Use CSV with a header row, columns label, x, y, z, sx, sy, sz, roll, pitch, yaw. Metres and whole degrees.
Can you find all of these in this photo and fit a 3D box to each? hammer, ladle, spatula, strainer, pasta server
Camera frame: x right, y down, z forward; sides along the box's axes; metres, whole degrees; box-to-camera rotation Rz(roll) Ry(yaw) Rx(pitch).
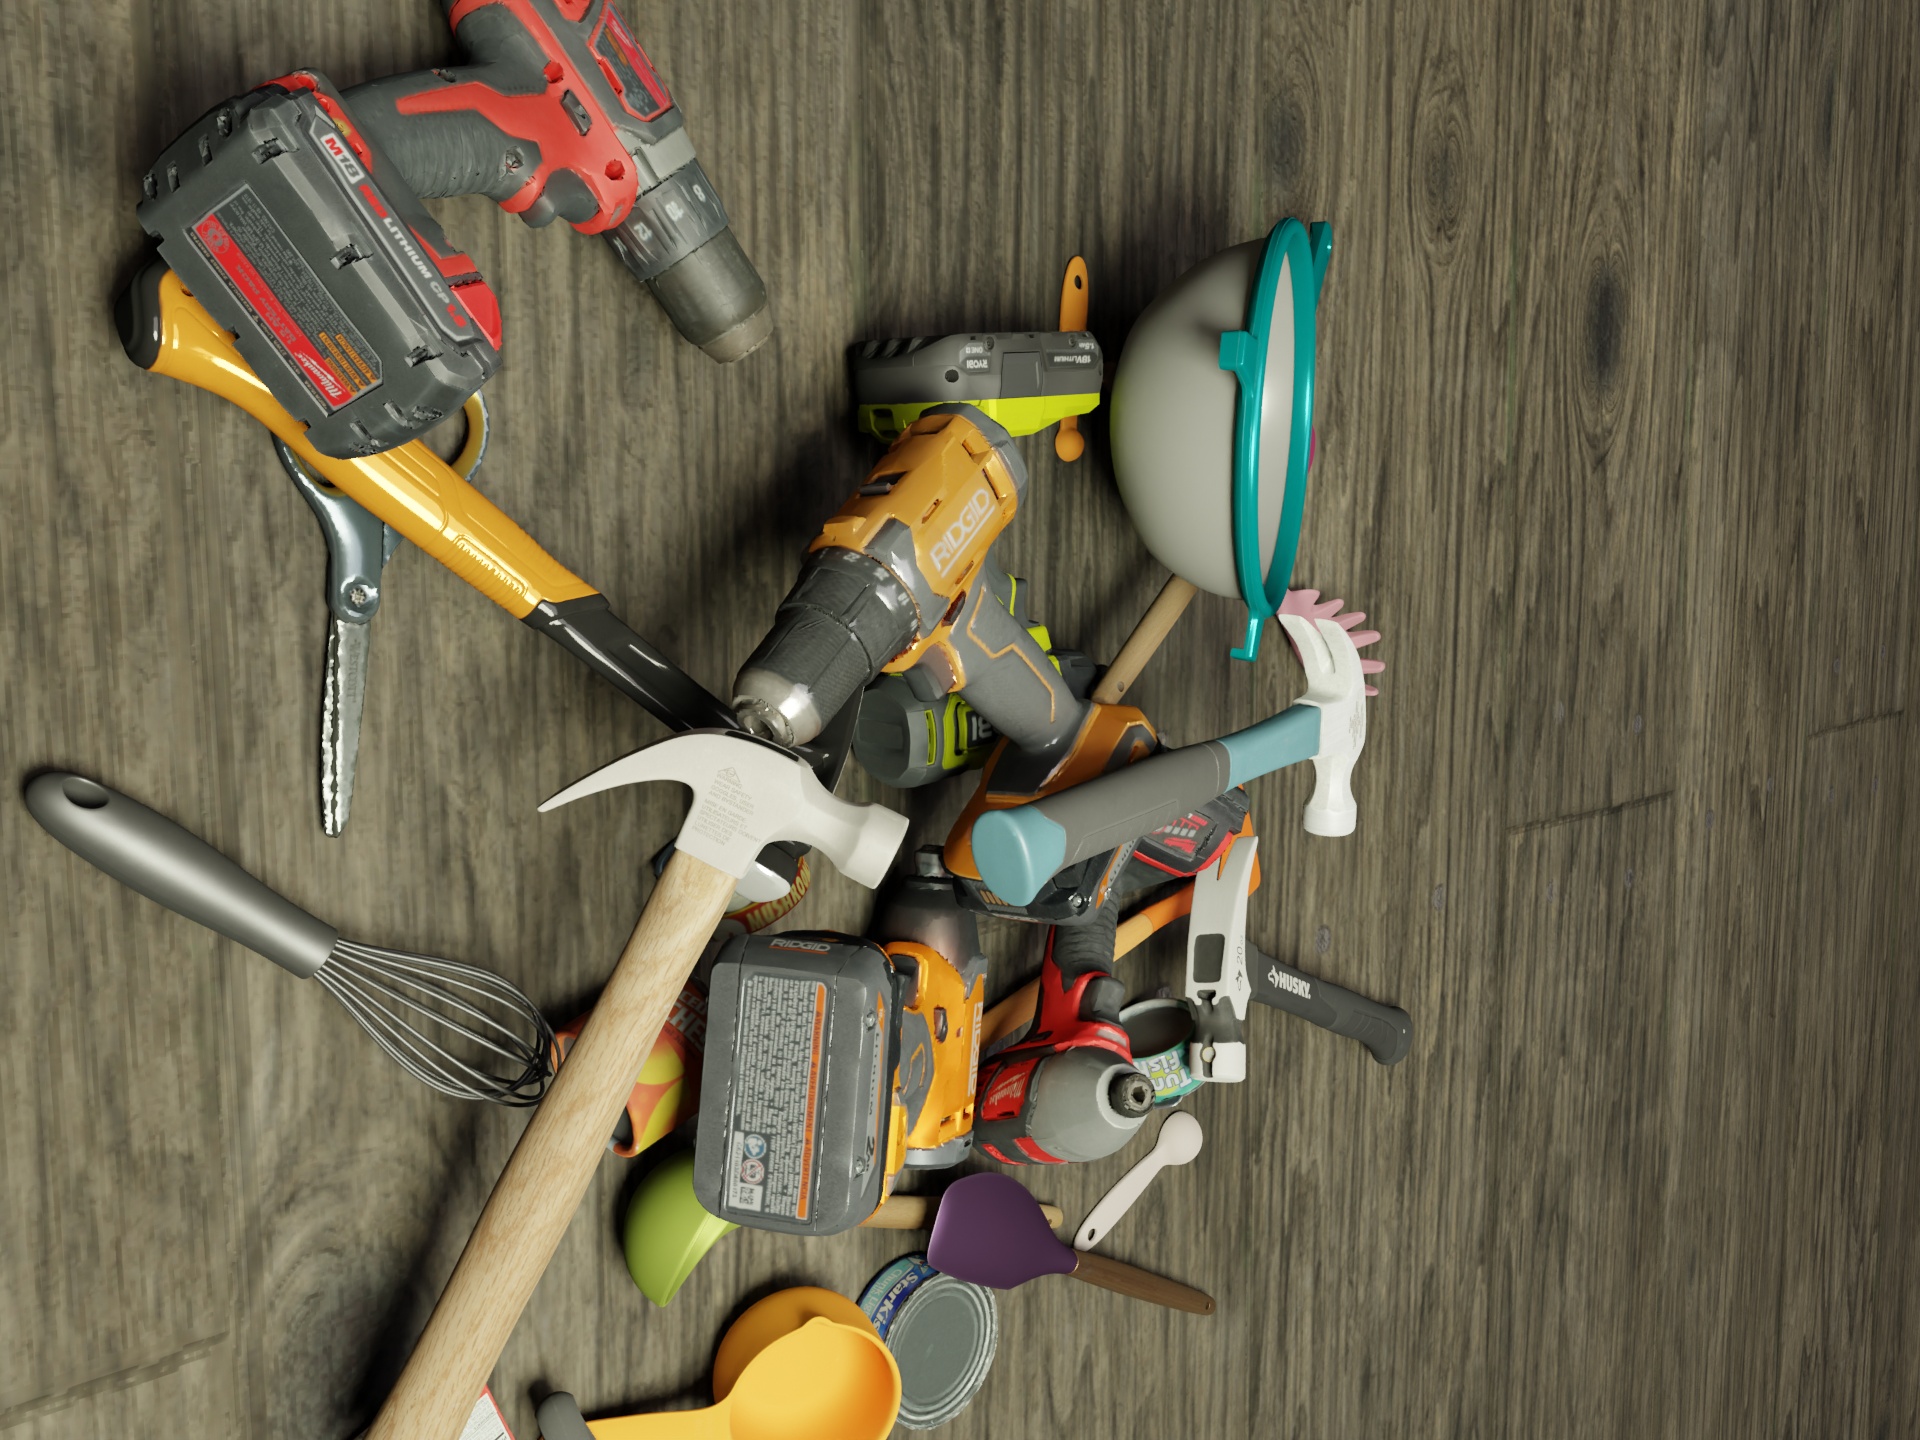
label,x,y,z,sx,sy,sz,roll,pitch,yaw
hammer,0.233,0.179,1.050,0.334,0.035,0.146,28,61,-52
ladle,-0.042,0.263,0.827,0.320,0.062,0.078,20,101,-45
hammer,-0.153,0.154,0.626,0.130,0.031,0.331,28,93,-4
spatula,0.077,0.323,0.946,0.315,0.018,0.060,37,64,-46
hammer,0.115,0.027,0.766,0.331,0.033,0.128,-16,112,-50
strainer,0.151,-0.205,0.912,0.341,0.095,0.210,-67,155,-45
spatula,0.088,0.132,0.959,0.322,0.041,0.081,-27,111,-34
hammer,-0.175,-0.065,0.641,0.336,0.034,0.127,40,49,-28
pasta server,0.182,-0.116,1.012,0.315,0.040,0.060,44,55,-35

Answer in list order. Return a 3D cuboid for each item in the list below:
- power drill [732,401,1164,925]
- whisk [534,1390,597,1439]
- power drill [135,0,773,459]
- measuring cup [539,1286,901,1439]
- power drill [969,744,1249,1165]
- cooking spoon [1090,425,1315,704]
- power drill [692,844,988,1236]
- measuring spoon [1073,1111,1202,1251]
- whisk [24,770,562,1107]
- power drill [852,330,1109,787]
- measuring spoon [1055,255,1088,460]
label,x,y,z,sx,sy,sz,roll,pitch,yaw
power drill,-0.001,-0.002,0.721,0.185,0.084,0.226,-55,130,-34
whisk,-0.143,0.435,0.741,0.073,0.073,0.295,-29,111,-38
power drill,-0.170,-0.188,0.614,0.187,0.080,0.227,57,39,-23
measuring cup,-0.118,0.327,0.773,0.173,0.052,0.095,-1,101,-18
power drill,0.076,0.127,0.846,0.078,0.143,0.220,27,64,-18
cooking spoon,0.152,-0.107,0.951,0.068,0.017,0.319,56,49,-22
power drill,-0.042,0.141,0.749,0.226,0.084,0.164,14,80,-74
measuring spoon,0.115,0.293,1.000,0.124,0.018,0.034,-36,118,-34
whisk,-0.251,0.088,0.623,0.238,0.055,0.055,42,66,-32
power drill,0.018,-0.089,0.838,0.171,0.080,0.223,-14,107,-42
measuring spoon,0.067,-0.207,0.912,0.021,0.011,0.117,0,94,-43
